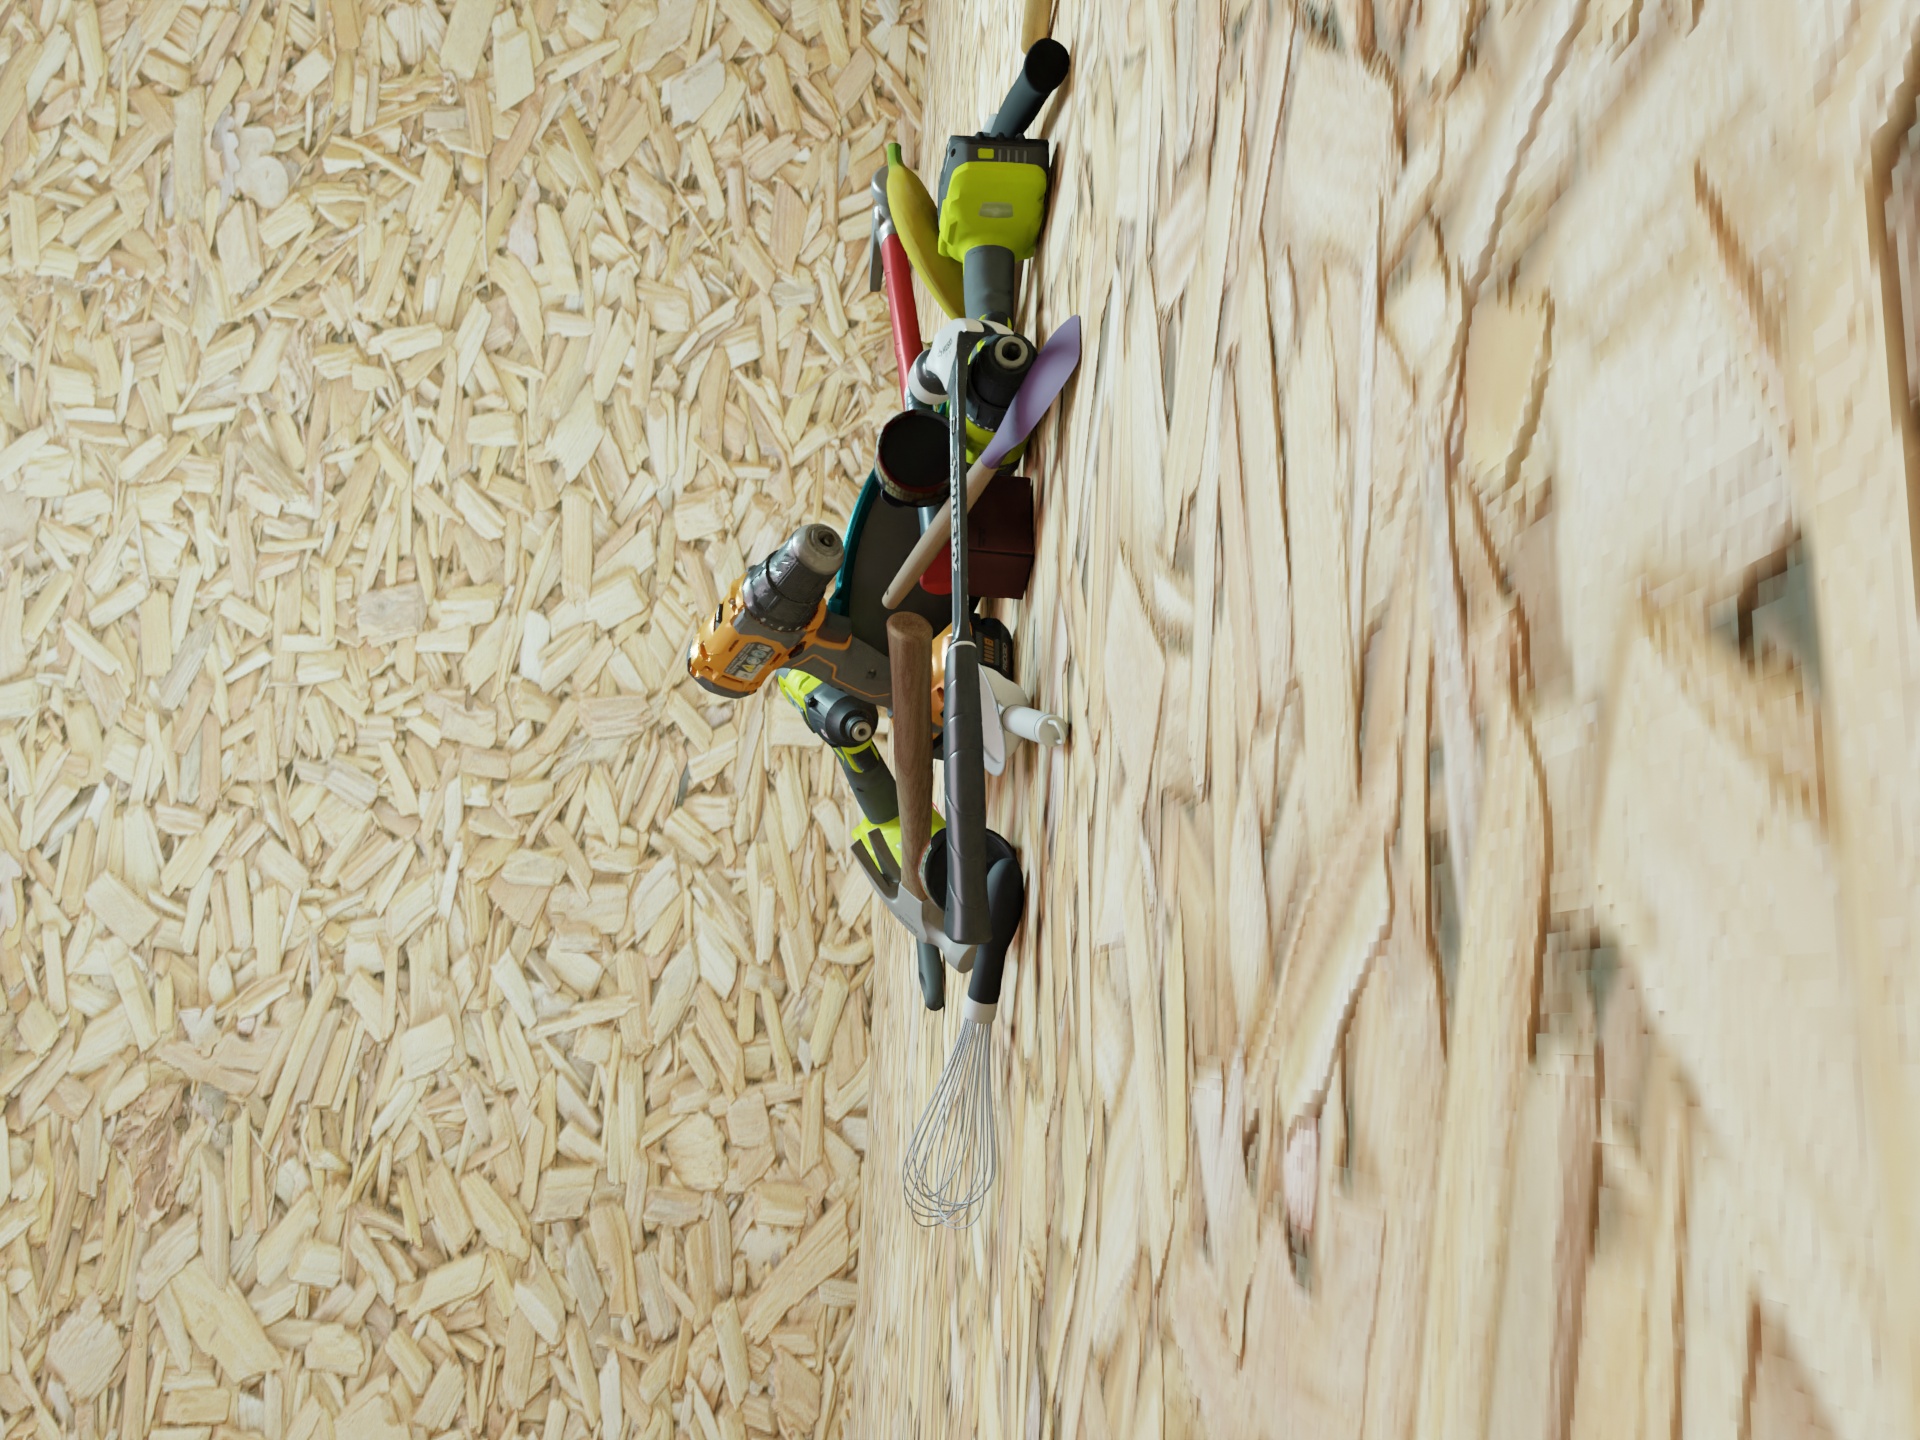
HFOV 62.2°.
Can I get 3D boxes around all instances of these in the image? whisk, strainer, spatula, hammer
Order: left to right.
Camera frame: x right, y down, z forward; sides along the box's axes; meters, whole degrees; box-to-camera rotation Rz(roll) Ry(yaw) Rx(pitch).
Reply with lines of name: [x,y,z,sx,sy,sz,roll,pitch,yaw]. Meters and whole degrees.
hammer: [-0.036,0.051,1.209,0.130,0.031,0.331,35,144,32]
hammer: [-0.039,-0.269,1.325,0.143,0.038,0.387,101,163,-63]
whisk: [-0.043,0.184,1.707,0.073,0.073,0.296,99,166,-46]
strainer: [-0.007,-0.194,1.429,0.210,0.095,0.340,60,-131,-69]
hammer: [0.003,-0.062,1.028,0.149,0.036,0.409,155,114,-73]
whisk: [0.009,0.228,1.107,0.070,0.070,0.284,-103,23,-73]
spatula: [0.010,-0.168,1.110,0.315,0.018,0.060,130,148,-51]
hammer: [0.031,-0.459,1.267,0.146,0.035,0.335,-62,10,-1]
strainer: [0.036,-0.001,1.037,0.258,0.050,0.087,-158,54,-78]
whisk: [0.061,-0.574,1.154,0.244,0.051,0.047,99,168,-70]

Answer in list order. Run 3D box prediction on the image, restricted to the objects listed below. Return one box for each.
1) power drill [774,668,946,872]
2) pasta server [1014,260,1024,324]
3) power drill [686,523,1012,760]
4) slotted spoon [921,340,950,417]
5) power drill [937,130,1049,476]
power drill: [-0.076,0.050,1.382,0.223,0.080,0.171,63,170,-26]
pasta server: [0.038,-0.289,1.309,0.060,0.040,0.316,-116,34,-80]
power drill: [-0.070,-0.060,1.192,0.185,0.226,0.084,-44,37,46]
slotted spoon: [-0.022,-0.320,1.410,0.314,0.031,0.070,-122,47,-67]
power drill: [0.026,-0.309,1.172,0.190,0.080,0.229,115,156,-78]
